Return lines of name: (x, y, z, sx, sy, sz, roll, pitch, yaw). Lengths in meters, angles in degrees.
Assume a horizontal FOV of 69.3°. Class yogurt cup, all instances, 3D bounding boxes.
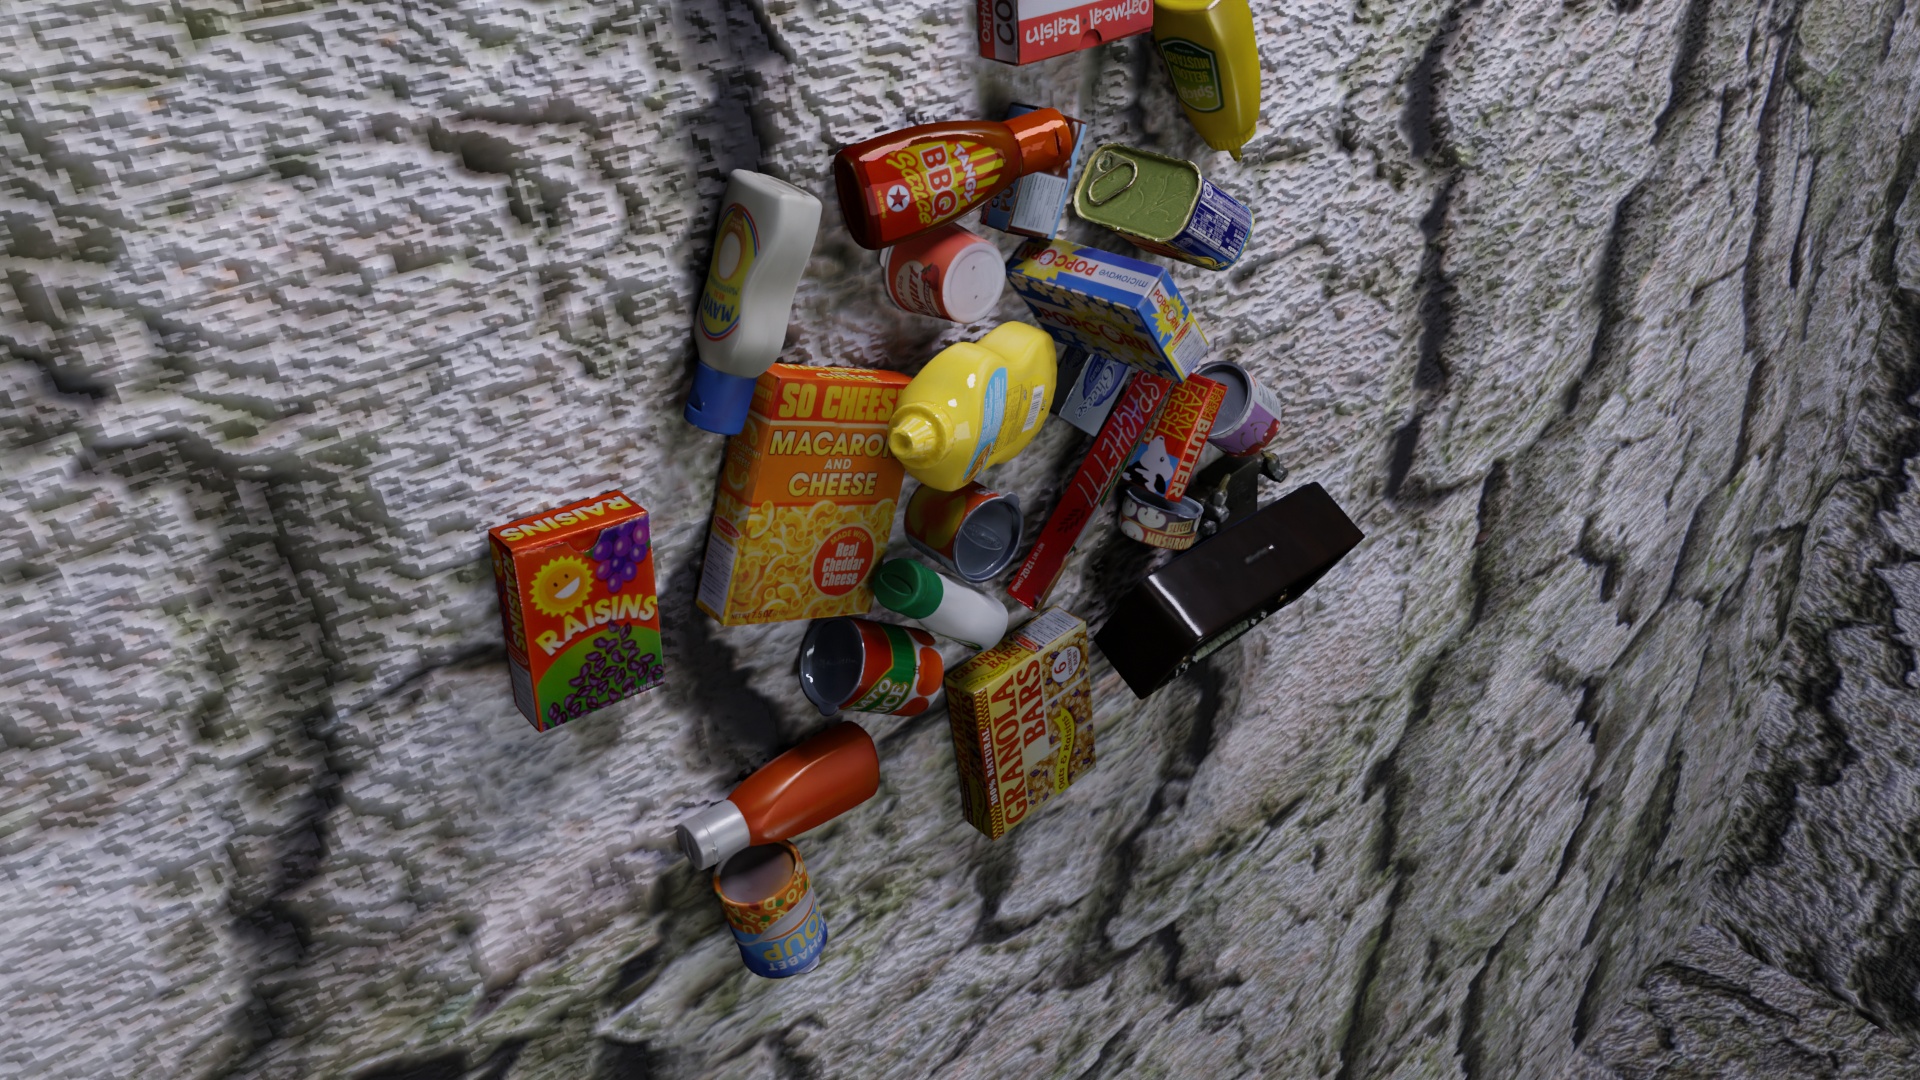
yogurt cup: (-0.008, -0.174, 0.903, 0.073, 0.054, 0.072, -23, 127, -34)

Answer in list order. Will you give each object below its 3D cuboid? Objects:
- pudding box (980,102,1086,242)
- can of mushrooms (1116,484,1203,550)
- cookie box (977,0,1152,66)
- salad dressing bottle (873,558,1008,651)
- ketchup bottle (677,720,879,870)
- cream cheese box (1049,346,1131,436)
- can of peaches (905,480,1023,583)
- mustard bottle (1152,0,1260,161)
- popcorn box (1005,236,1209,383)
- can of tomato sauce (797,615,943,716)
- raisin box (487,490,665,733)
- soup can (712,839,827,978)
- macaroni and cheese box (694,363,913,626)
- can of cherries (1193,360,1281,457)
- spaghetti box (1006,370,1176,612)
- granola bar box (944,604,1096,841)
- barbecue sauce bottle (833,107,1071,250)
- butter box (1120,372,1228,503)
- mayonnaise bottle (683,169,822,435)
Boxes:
pudding box: (0.049, -0.247, 0.935, 0.050, 0.030, 0.083, 0, 111, -43)
can of mushrooms: (0.165, -0.018, 1.142, 0.071, 0.071, 0.033, -3, 116, -43)
cookie box: (0.066, -0.393, 0.862, 0.123, 0.040, 0.166, -27, 128, -31)
salad dressing bottle: (-0.014, 0.045, 0.996, 0.044, 0.064, 0.147, -60, 152, 0)
ketchup bottle: (-0.128, 0.186, 0.994, 0.149, 0.043, 0.064, -24, 126, -33)
cream cheese box: (0.105, -0.135, 1.055, 0.053, 0.024, 0.103, 24, 95, -49)
can of peaches: (0.004, -0.013, 1.000, 0.071, 0.058, 0.071, -21, 125, -34)
mustard bottle: (0.184, -0.329, 0.996, 0.049, 0.065, 0.159, -51, 141, -15)
popcorn box: (0.101, -0.161, 0.960, 0.038, 0.127, 0.085, -55, 138, -9)
can of tomato sauce: (-0.062, 0.092, 0.986, 0.083, 0.071, 0.071, 14, 102, -47)
raisin box: (-0.226, 0.041, 0.824, 0.086, 0.040, 0.122, -20, 124, -34)
soup can: (-0.136, 0.268, 1.011, 0.071, 0.071, 0.083, -33, 131, -26)
macaroni and cheese box: (-0.098, -0.031, 0.906, 0.124, 0.040, 0.165, -3, 114, -45)
can of cherries: (0.223, -0.107, 1.155, 0.058, 0.071, 0.071, 24, 95, -49)
spaghetti box: (0.112, -0.057, 1.086, 0.250, 0.029, 0.050, -59, 172, -1)
granola bar box: (0.053, 0.151, 1.152, 0.125, 0.039, 0.164, -30, 130, -30)
barbecue sauce bottle: (-0.002, -0.232, 0.864, 0.149, 0.044, 0.064, -23, 120, -20)
butter box: (0.172, -0.087, 1.124, 0.024, 0.053, 0.103, 12, 103, -48)
mayonnaise bottle: (-0.126, -0.135, 0.808, 0.041, 0.065, 0.147, 1, 115, -45)
